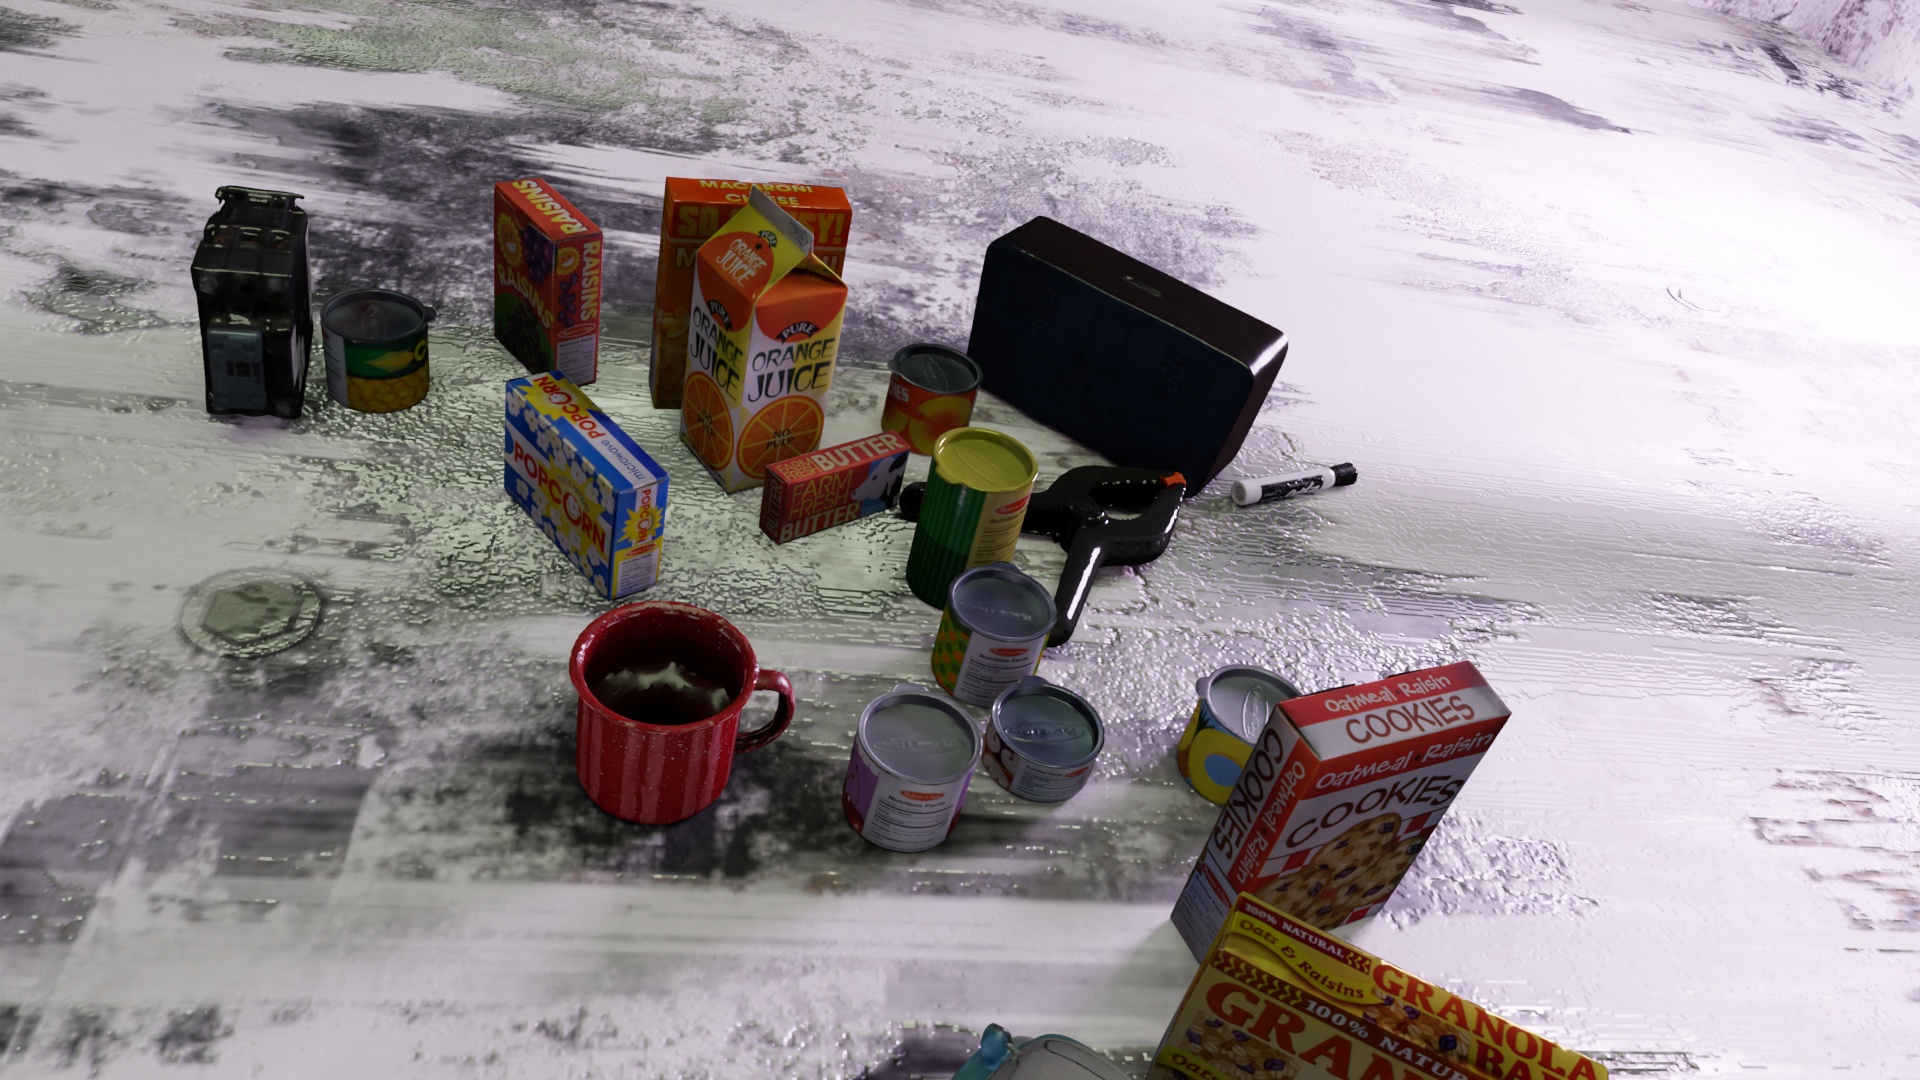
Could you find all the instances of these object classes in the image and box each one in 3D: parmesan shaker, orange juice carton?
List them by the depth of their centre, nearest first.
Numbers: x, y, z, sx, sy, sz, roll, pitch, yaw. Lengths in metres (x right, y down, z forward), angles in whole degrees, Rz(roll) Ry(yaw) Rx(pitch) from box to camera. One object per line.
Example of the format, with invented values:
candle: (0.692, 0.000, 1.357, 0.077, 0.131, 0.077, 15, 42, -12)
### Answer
parmesan shaker: (0.003, -0.011, 0.882, 0.071, 0.102, 0.072, 9, 38, -7)
orange juice carton: (-0.130, -0.132, 0.916, 0.073, 0.191, 0.072, -18, 49, -35)

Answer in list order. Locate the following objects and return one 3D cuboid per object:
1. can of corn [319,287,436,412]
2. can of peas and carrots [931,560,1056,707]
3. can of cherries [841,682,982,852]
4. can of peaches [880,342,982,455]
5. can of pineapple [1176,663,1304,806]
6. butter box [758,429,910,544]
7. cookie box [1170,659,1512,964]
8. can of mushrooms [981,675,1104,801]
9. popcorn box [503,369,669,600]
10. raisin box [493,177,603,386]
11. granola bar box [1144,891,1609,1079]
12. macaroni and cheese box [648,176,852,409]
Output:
can of corn: (-0.389, -0.127, 0.931, 0.071, 0.058, 0.071, 9, 38, -7)
can of peas and carrots: (0.019, 0.056, 0.840, 0.071, 0.058, 0.071, 9, 38, -7)
can of cherries: (-0.027, 0.121, 0.744, 0.071, 0.058, 0.072, 9, 38, -7)
can of peaches: (-0.024, -0.104, 1.025, 0.071, 0.057, 0.071, 9, 38, -7)
can of pineapple: (0.165, 0.115, 0.817, 0.071, 0.057, 0.071, 9, 38, -7)
butter box: (-0.083, -0.036, 0.925, 0.104, 0.052, 0.024, -19, 49, -36)
cookie box: (0.189, 0.140, 0.706, 0.123, 0.166, 0.040, -8, 43, -27)
can of mushrooms: (0.046, 0.114, 0.798, 0.071, 0.033, 0.071, 9, 38, -7)
popcorn box: (-0.230, -0.035, 0.848, 0.038, 0.084, 0.127, -23, 52, -39)
raisin box: (-0.292, -0.179, 0.975, 0.040, 0.122, 0.086, -22, 51, -38)
granola bar box: (0.176, 0.239, 0.613, 0.166, 0.123, 0.039, 24, 39, 11)
macaroni and cheese box: (-0.151, -0.170, 0.977, 0.124, 0.165, 0.040, -2, 41, -21)
